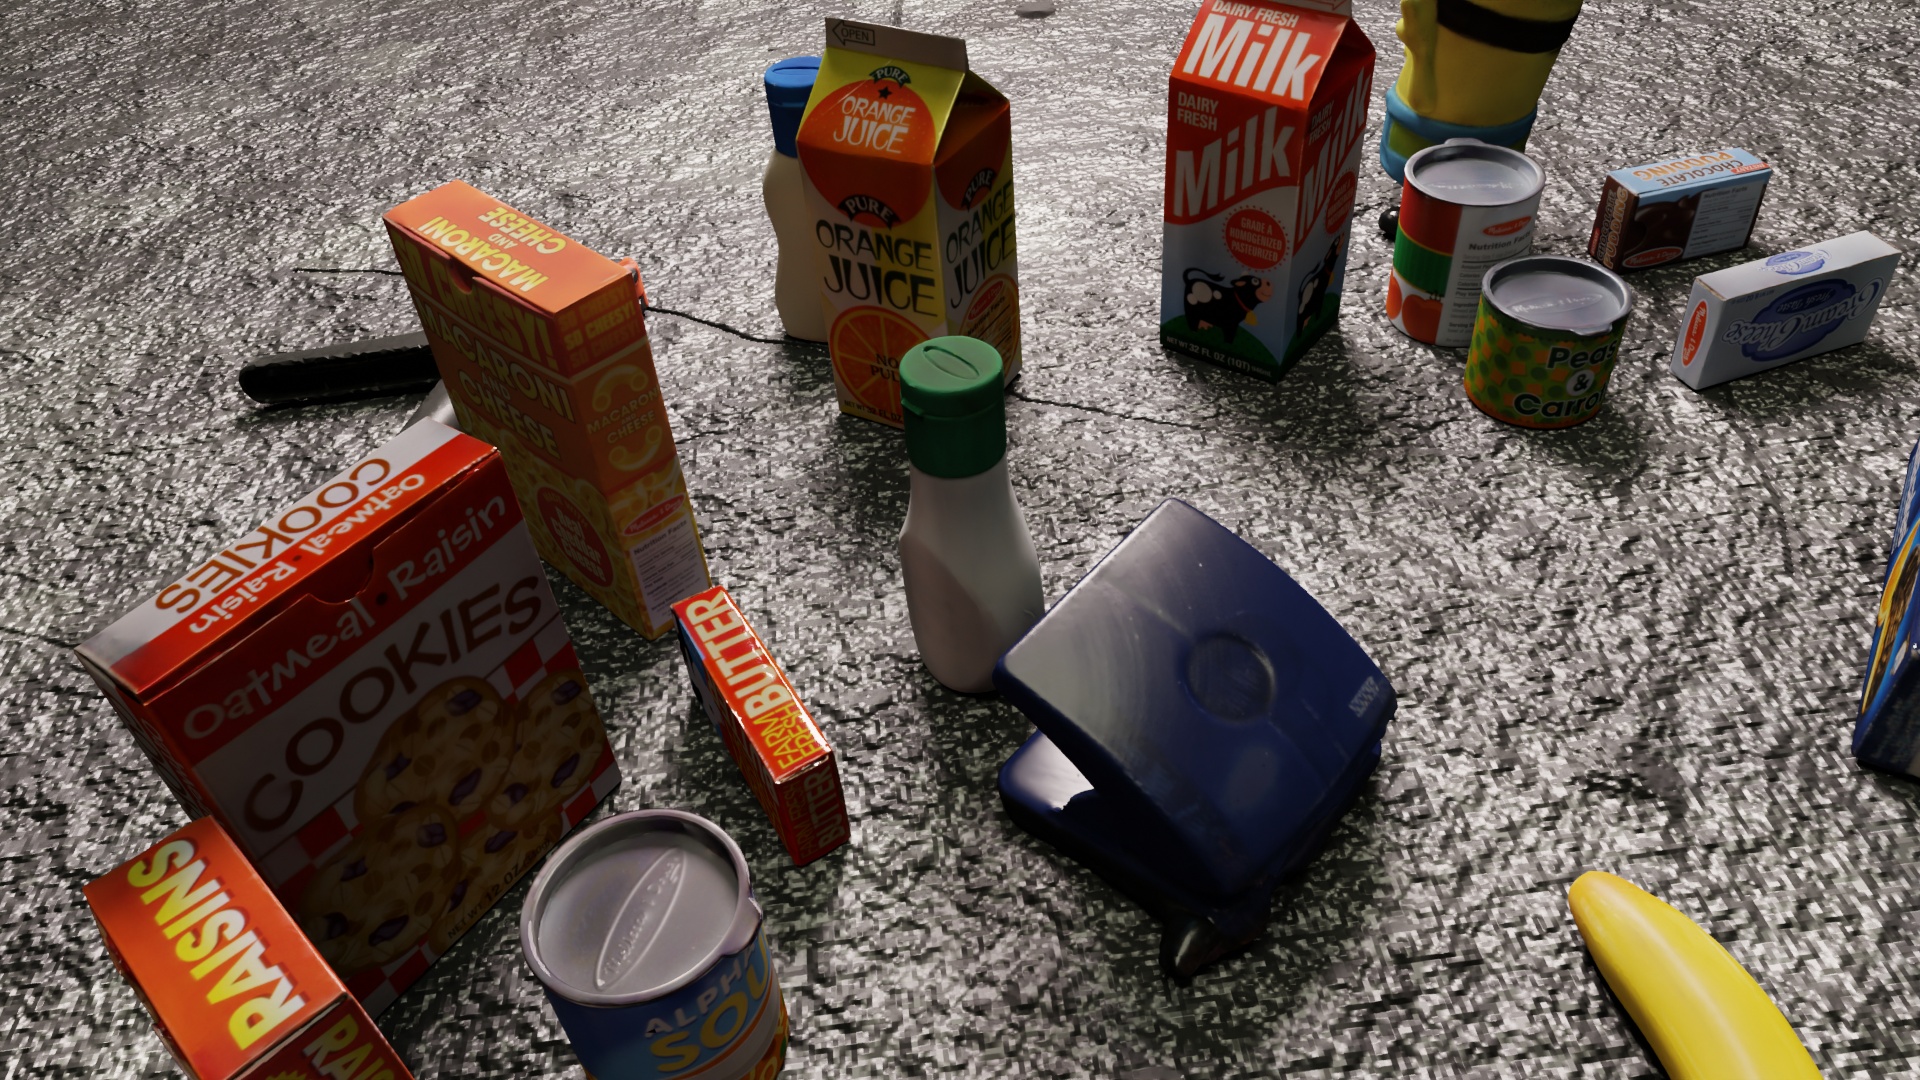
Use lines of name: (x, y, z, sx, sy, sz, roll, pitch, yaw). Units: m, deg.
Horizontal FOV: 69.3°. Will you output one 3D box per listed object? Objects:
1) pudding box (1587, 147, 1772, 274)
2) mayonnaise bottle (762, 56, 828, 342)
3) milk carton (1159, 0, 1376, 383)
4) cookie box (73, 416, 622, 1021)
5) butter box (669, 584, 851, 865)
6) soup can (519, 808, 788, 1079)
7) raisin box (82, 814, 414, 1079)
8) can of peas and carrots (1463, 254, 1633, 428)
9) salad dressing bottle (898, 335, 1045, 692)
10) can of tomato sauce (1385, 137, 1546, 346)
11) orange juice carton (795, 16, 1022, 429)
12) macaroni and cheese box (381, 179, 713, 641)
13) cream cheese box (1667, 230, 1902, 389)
pudding box: (0.389, -0.179, 0.753, 0.084, 0.049, 0.030, -13, 42, -8)
mayonnaise bottle: (-0.072, -0.173, 0.721, 0.065, 0.147, 0.041, 3, 42, 10)
milk carton: (0.147, -0.180, 0.673, 0.072, 0.189, 0.074, 24, 49, 29)
cookie box: (-0.184, 0.061, 0.455, 0.040, 0.166, 0.123, 22, 48, 27)
butter box: (-0.076, 0.068, 0.522, 0.024, 0.052, 0.104, -24, 45, -19)
soup can: (-0.088, 0.135, 0.426, 0.071, 0.083, 0.072, -3, 42, 3)
raisin box: (-0.187, 0.147, 0.393, 0.040, 0.122, 0.086, -36, 50, -30)
can of peas and carrots: (0.280, -0.094, 0.662, 0.071, 0.058, 0.071, -3, 42, 3)
salad dressing bottle: (0.002, -0.007, 0.527, 0.044, 0.146, 0.064, -32, 48, -27)
can of tomato sauce: (0.256, -0.152, 0.712, 0.071, 0.082, 0.071, -3, 42, 3)
orange juice carton: (-0.021, -0.148, 0.653, 0.072, 0.191, 0.073, 18, 47, 24)
macaroni and cheese box: (-0.170, -0.052, 0.581, 0.124, 0.165, 0.040, 30, 52, 33)
cream cheese box: (0.398, -0.112, 0.673, 0.104, 0.053, 0.024, -16, 43, -12)
